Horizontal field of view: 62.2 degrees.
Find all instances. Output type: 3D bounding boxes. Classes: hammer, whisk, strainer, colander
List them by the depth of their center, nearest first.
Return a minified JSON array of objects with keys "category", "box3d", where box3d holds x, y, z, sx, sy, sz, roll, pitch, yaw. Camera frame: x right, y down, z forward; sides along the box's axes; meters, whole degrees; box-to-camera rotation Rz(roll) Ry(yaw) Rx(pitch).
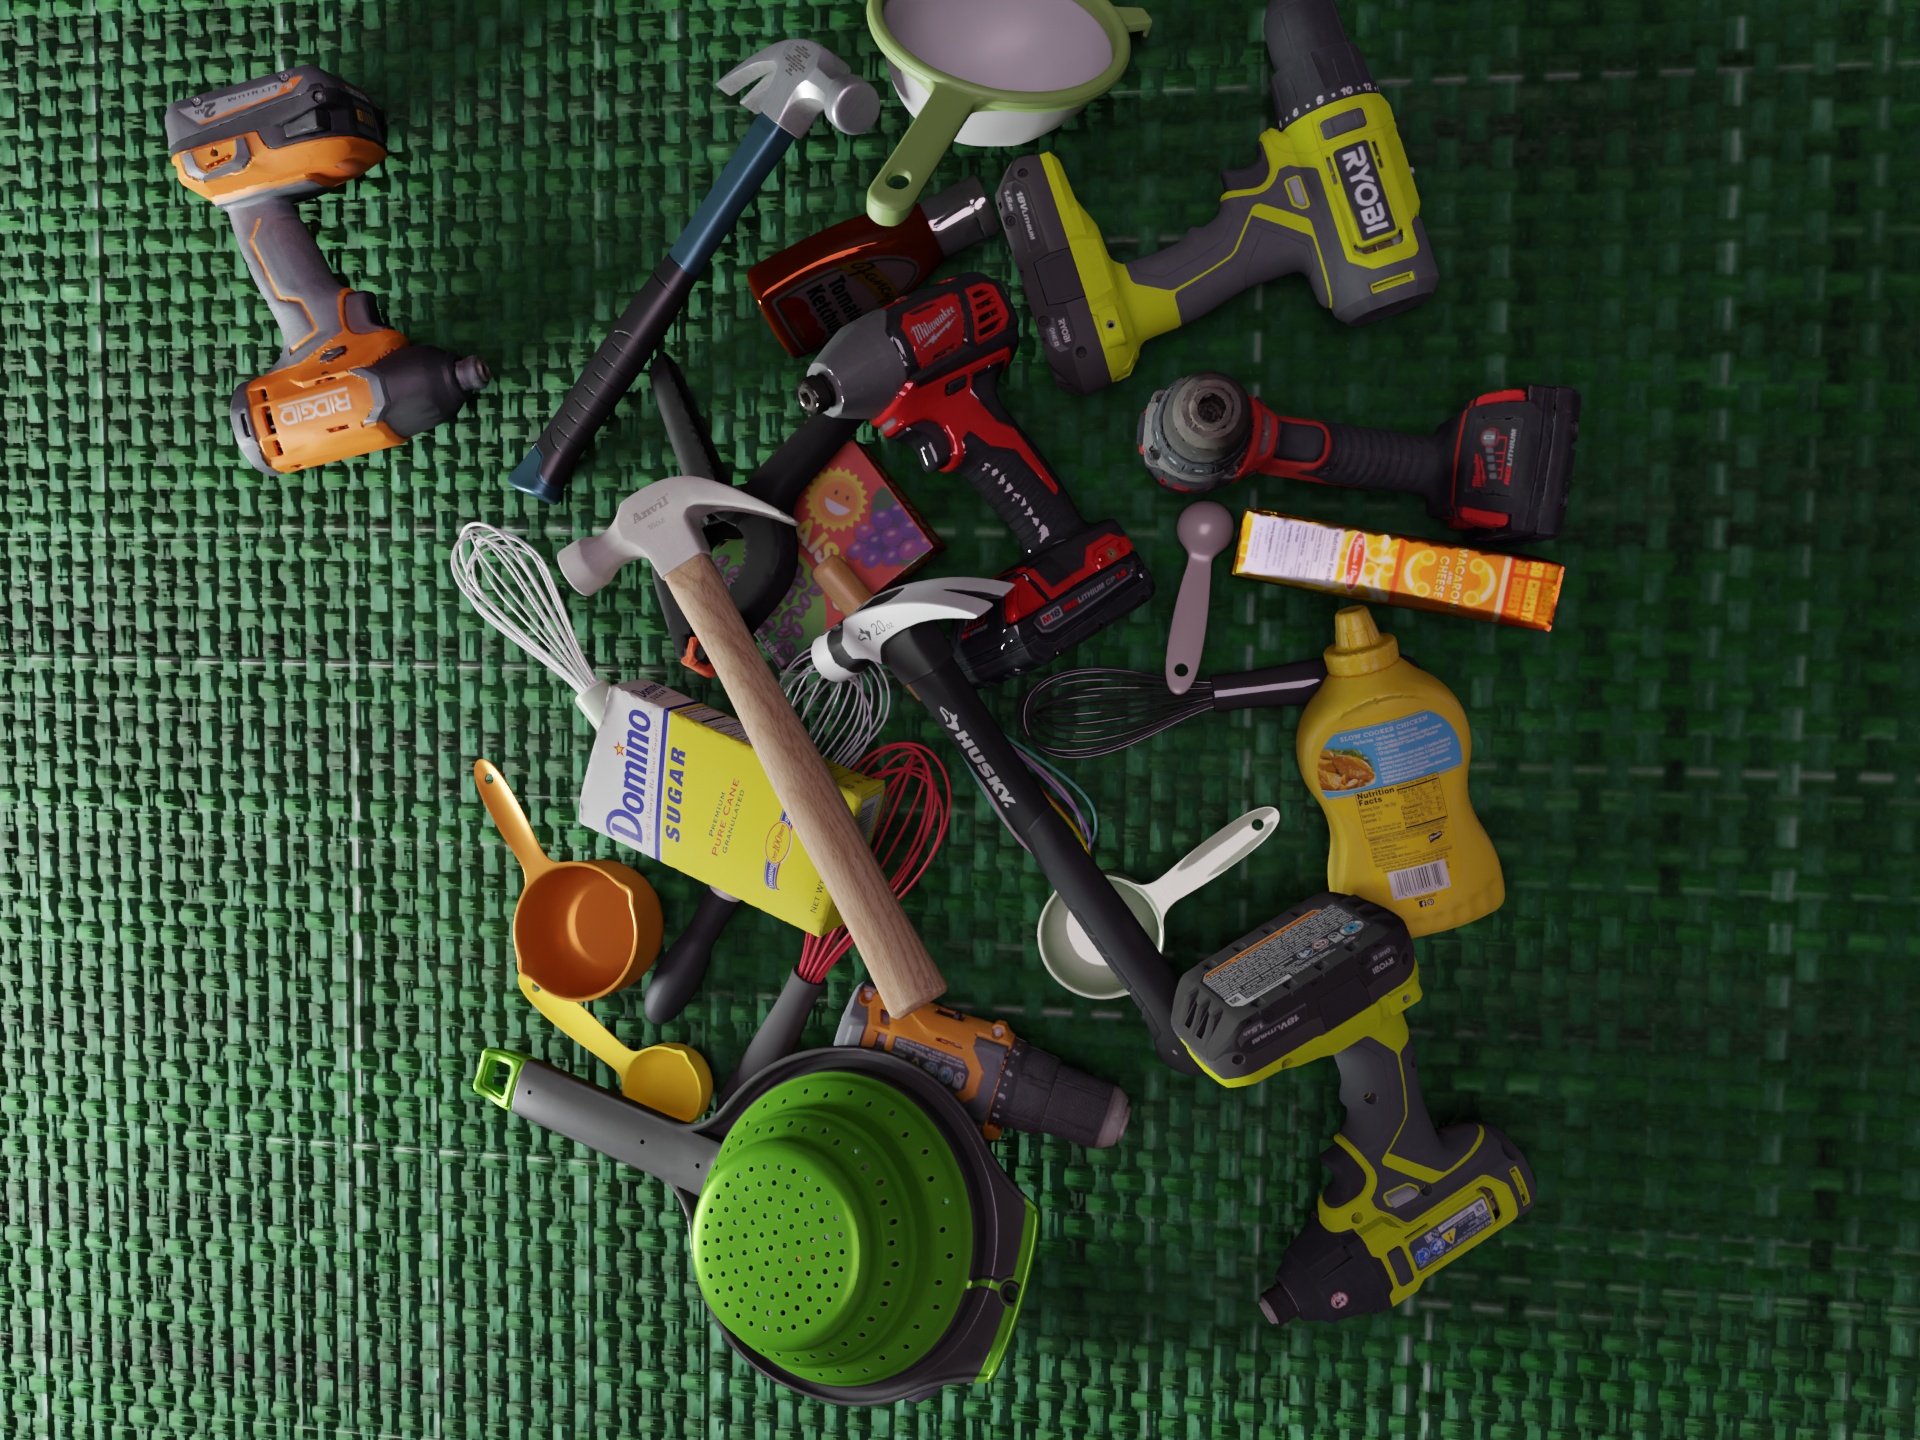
[{"category":"hammer","box3d":[-0.098,0.010,0.882,0.130,0.031,0.331,-32,80,11]},{"category":"strainer","box3d":[0.000,-0.336,0.888,0.151,0.069,0.256,21,55,5]},{"category":"hammer","box3d":[0.053,0.065,0.900,0.146,0.035,0.334,-25,104,50]},{"category":"colander","box3d":[-0.155,0.270,0.931,0.397,0.094,0.204,15,88,25]},{"category":"whisk","box3d":[0.153,-0.014,0.947,0.239,0.055,0.055,-7,93,5]},{"category":"whisk","box3d":[0.000,-0.004,0.955,0.051,0.047,0.245,-40,97,5]},{"category":"hammer","box3d":[-0.176,-0.264,0.965,0.331,0.033,0.128,-51,46,16]},{"category":"whisk","box3d":[-0.129,0.075,0.993,0.070,0.070,0.284,31,103,6]},{"category":"whisk","box3d":[-0.086,0.143,0.993,0.073,0.073,0.295,29,104,6]},{"category":"whisk","box3d":[-0.241,-0.025,1.013,0.246,0.058,0.059,53,134,-1]}]

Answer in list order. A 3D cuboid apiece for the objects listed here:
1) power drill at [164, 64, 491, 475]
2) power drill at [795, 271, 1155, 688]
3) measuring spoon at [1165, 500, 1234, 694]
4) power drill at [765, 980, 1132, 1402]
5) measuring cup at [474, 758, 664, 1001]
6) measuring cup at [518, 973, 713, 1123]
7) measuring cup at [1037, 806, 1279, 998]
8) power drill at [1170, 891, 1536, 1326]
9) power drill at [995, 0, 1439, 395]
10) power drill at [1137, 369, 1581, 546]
[{"category":"power drill","box3d":[-0.393,-0.282,1.001,0.164,0.084,0.226,-11,96,9]},{"category":"power drill","box3d":[0.005,-0.137,0.908,0.143,0.078,0.219,-32,96,-32]},{"category":"measuring spoon","box3d":[0.138,-0.075,0.937,0.034,0.018,0.124,10,74,7]},{"category":"power drill","box3d":[-0.009,0.293,0.979,0.185,0.084,0.226,17,91,7]},{"category":"measuring cup","box3d":[-0.255,0.097,1.020,0.095,0.052,0.174,-36,77,13]},{"category":"measuring cup","box3d":[-0.225,0.209,1.038,0.157,0.029,0.062,34,100,17]},{"category":"measuring cup","box3d":[0.123,0.102,0.964,0.167,0.038,0.083,-37,88,8]},{"category":"power drill","box3d":[0.214,0.226,0.895,0.171,0.080,0.223,-29,108,-10]},{"category":"power drill","box3d":[0.141,-0.300,0.915,0.228,0.080,0.190,-18,91,7]},{"category":"power drill","box3d":[0.209,-0.148,0.860,0.226,0.188,0.080,7,94,4]}]
